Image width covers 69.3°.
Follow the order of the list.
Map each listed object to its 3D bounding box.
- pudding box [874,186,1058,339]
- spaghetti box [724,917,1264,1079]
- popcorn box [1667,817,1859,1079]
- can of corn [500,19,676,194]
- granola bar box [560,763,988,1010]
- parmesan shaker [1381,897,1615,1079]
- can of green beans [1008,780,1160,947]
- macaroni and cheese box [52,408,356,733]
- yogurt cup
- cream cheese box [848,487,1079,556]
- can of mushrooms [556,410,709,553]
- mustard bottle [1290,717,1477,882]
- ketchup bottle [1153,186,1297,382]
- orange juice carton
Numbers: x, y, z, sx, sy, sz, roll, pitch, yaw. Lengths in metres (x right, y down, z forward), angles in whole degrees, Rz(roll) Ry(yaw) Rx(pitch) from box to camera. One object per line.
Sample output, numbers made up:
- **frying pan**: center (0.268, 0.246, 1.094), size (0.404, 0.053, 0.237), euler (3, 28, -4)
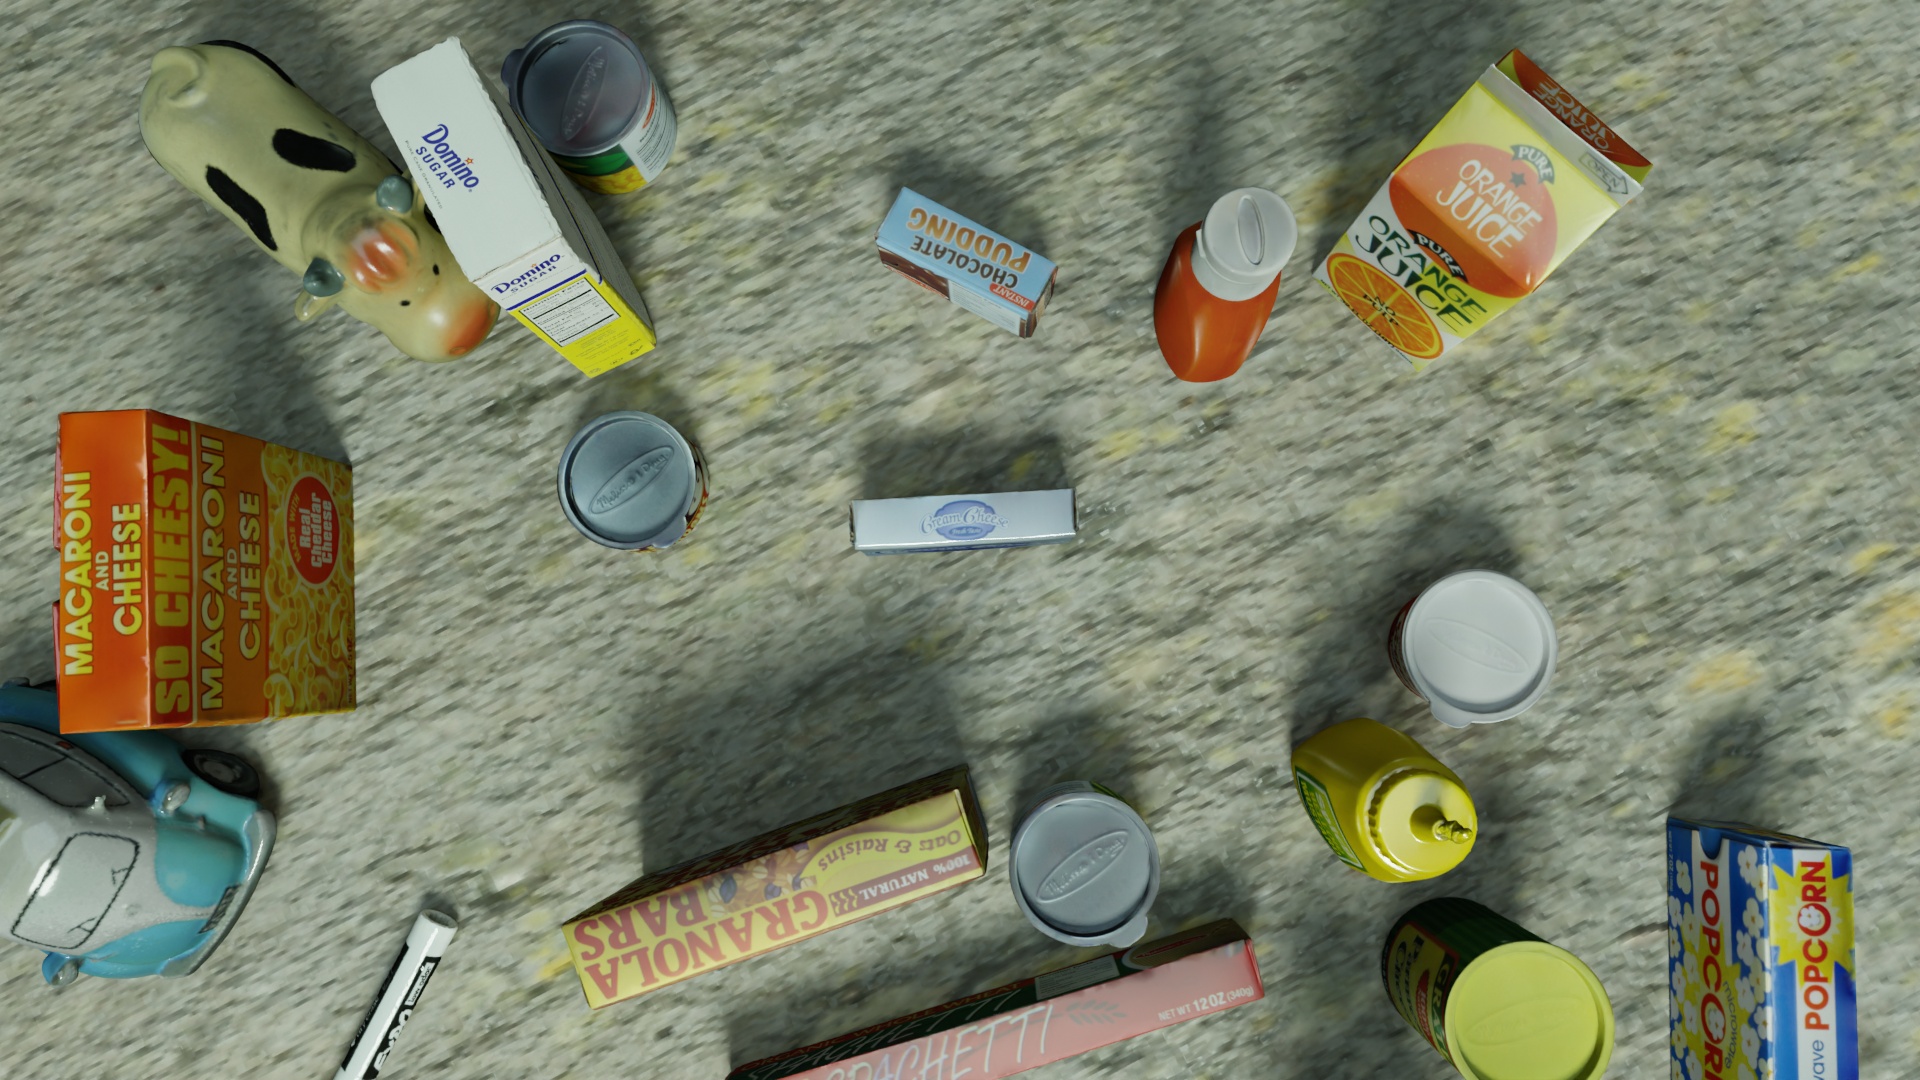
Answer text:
- **pudding box**: center (0.003, -0.131, 0.663), size (0.084, 0.049, 0.030), euler (27, 87, 4)
- **spaghetti box**: center (0.012, 0.224, 0.629), size (0.250, 0.050, 0.028), euler (-17, 85, 0)
- **popcorn box**: center (0.346, 0.190, 0.604), size (0.038, 0.085, 0.126), euler (2, 85, 2)
- **can of corn**: center (-0.178, -0.209, 0.672), size (0.071, 0.058, 0.071), euler (0, 85, 2)
- **granola bar box**: center (-0.071, 0.146, 0.602), size (0.166, 0.124, 0.039), euler (-19, 85, 0)
- **parmesan shaker**: center (0.227, 0.198, 0.598), size (0.071, 0.103, 0.071), euler (0, 85, 2)
- **can of green beans**: center (0.055, 0.145, 0.631), size (0.071, 0.058, 0.071), euler (0, 85, 2)
- **macaroni and cheese box**: center (-0.319, 0.018, 0.601), size (0.040, 0.166, 0.123), euler (-4, 85, 2)
- **yogurt cup**: center (0.230, 0.048, 0.636), size (0.072, 0.054, 0.072), euler (0, 85, 2)
- **cream cheese box**: center (0.002, -0.008, 0.649), size (0.104, 0.053, 0.024), euler (-3, 85, 2)
- **can of mushrooms**: center (-0.155, -0.025, 0.666), size (0.071, 0.033, 0.071), euler (0, 85, 2)
- **mustard bottle**: center (0.179, 0.111, 0.579), size (0.049, 0.160, 0.065), euler (-27, 85, 0)
- **ketchup bottle**: center (0.114, -0.113, 0.608), size (0.043, 0.148, 0.065), euler (-7, 85, 1)
- **orange juice carton**: center (0.217, -0.138, 0.585), size (0.072, 0.192, 0.073), euler (44, 88, 5)
